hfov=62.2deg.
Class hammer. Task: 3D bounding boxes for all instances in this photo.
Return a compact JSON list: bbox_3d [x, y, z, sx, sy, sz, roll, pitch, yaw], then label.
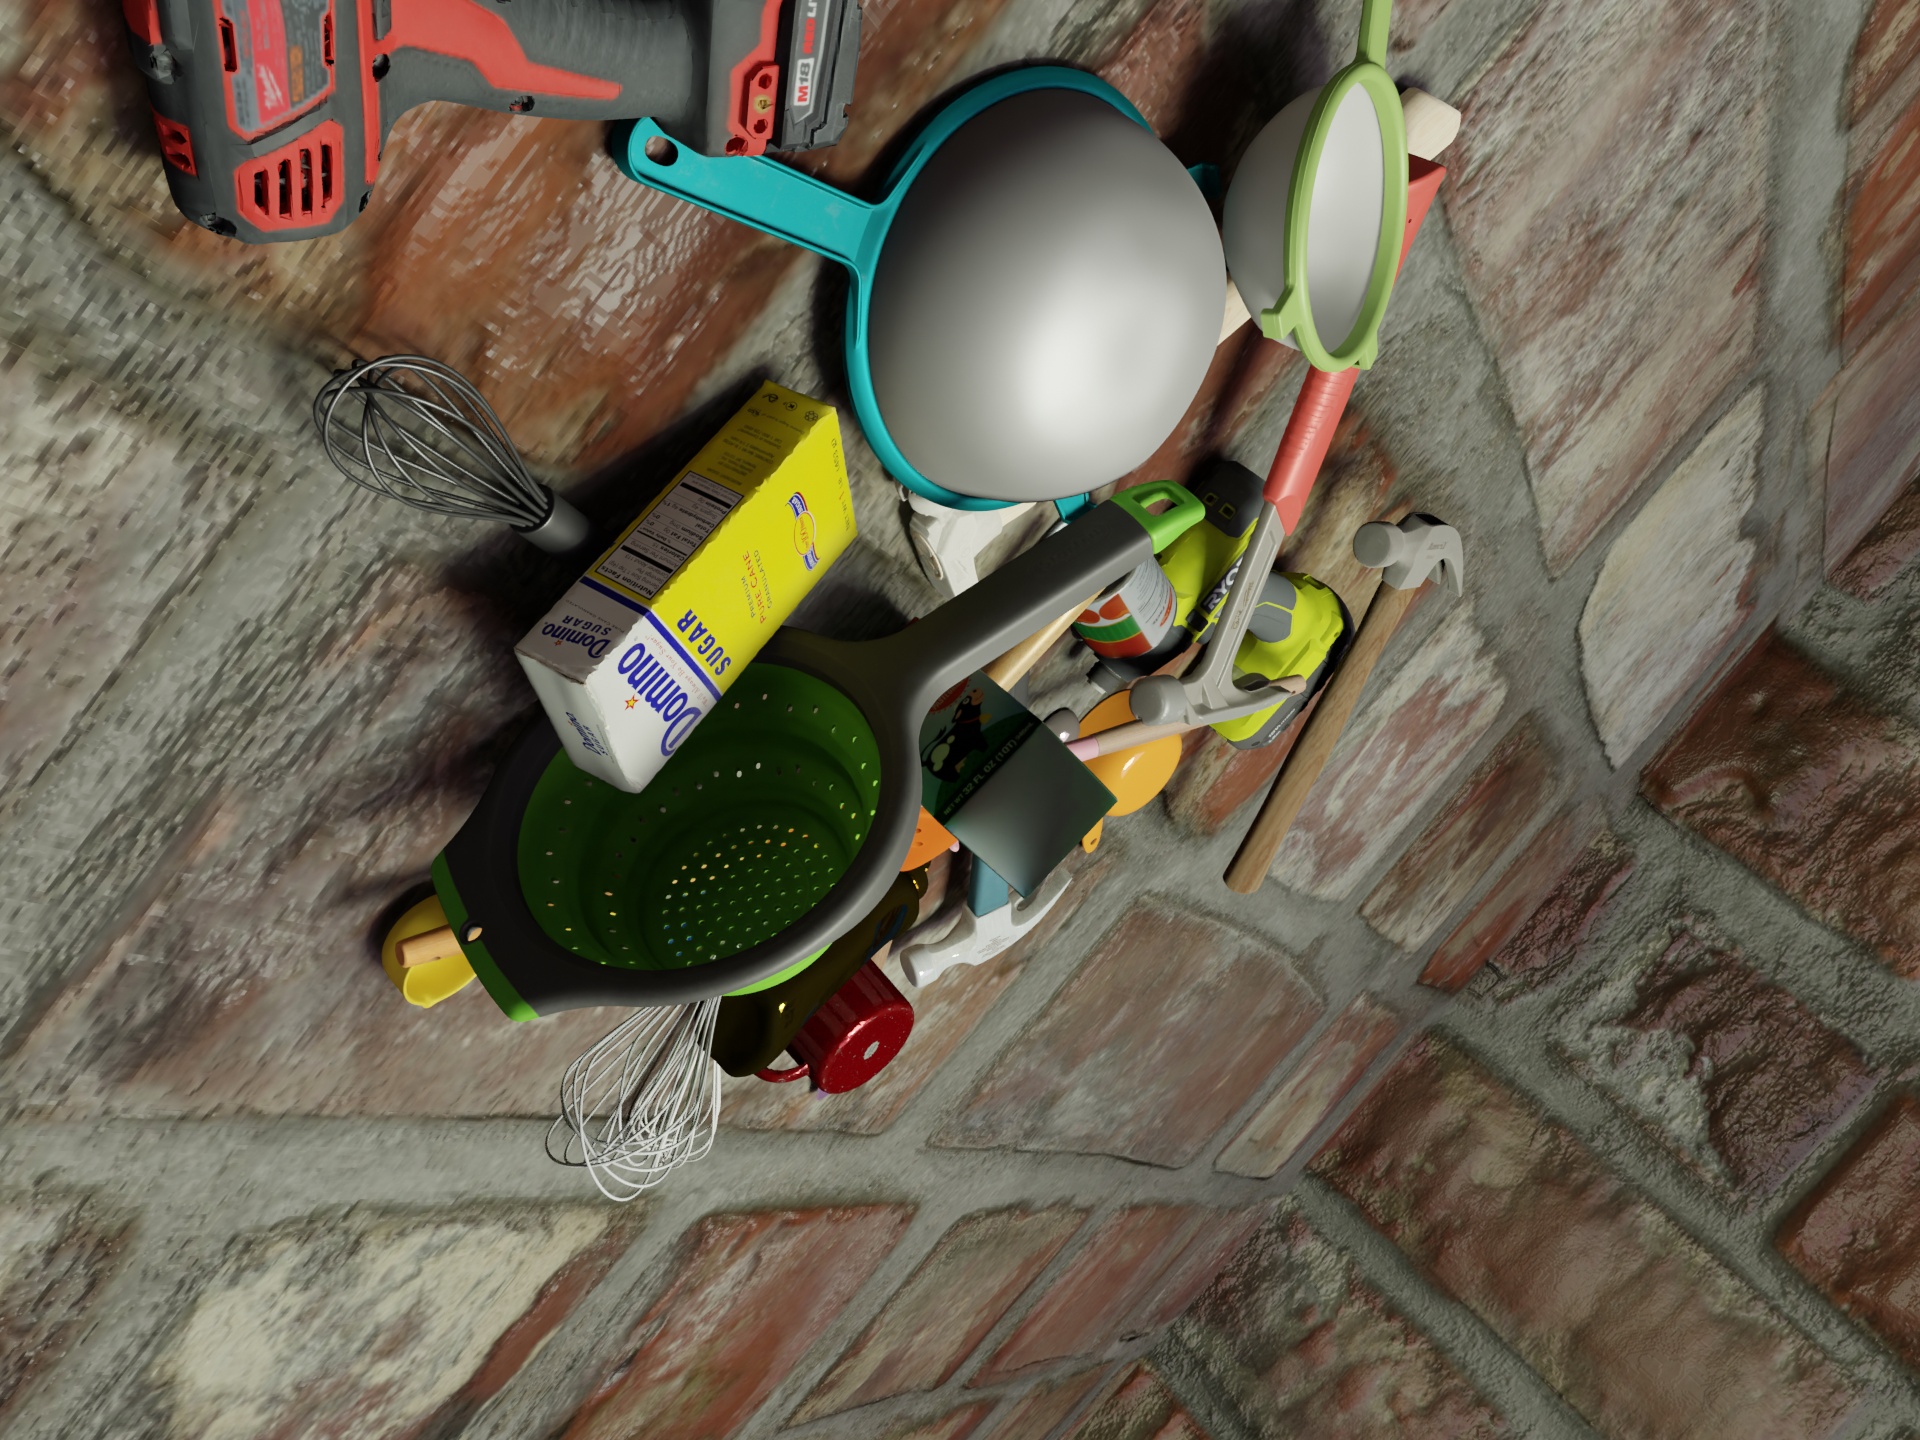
[{"bbox_3d":[0.135,-0.216,0.908,0.410,0.038,0.146,-42,151,-11],"label":"hammer"},{"bbox_3d":[0.210,-0.159,0.963,0.149,0.037,0.359,-11,128,-45],"label":"hammer"},{"bbox_3d":[0.274,-0.005,1.172,0.130,0.031,0.331,-10,132,-42],"label":"hammer"},{"bbox_3d":[0.022,0.047,1.056,0.128,0.033,0.330,-22,138,-24],"label":"hammer"}]

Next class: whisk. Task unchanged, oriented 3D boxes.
[{"bbox_3d":[-0.136,0.139,0.818,0.070,0.070,0.285,-63,-179,25],"label":"whisk"},{"bbox_3d":[-0.159,0.193,1.011,0.059,0.058,0.246,-65,178,-64],"label":"whisk"},{"bbox_3d":[-0.177,-0.084,0.655,0.055,0.055,0.238,-48,155,0],"label":"whisk"},{"bbox_3d":[-0.003,-0.004,0.938,0.245,0.047,0.051,-46,-169,14],"label":"whisk"}]

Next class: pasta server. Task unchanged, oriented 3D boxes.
[{"bbox_3d":[0.112,0.016,1.044,0.316,0.040,0.060,-16,148,-30],"label":"pasta server"}]

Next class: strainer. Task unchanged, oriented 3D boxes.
[{"bbox_3d":[0.012,-0.190,0.691,0.340,0.095,0.211,7,109,-47],"label":"strainer"},{"bbox_3d":[0.180,-0.309,0.810,0.151,0.069,0.256,-9,107,-58],"label":"strainer"}]

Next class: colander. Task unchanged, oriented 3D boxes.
[{"bbox_3d":[-0.044,0.016,0.756,0.397,0.205,0.094,-33,142,-13],"label":"colander"}]

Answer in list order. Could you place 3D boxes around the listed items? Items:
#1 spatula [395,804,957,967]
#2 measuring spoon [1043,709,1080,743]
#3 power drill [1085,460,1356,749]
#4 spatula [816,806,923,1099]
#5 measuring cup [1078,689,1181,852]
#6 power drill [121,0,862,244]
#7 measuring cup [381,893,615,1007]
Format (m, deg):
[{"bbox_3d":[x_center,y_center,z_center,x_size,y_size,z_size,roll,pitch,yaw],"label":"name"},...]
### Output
[{"bbox_3d":[-0.133,0.085,0.828,0.322,0.041,0.081,-14,162,-40],"label":"spatula"},{"bbox_3d":[0.039,0.018,1.078,0.124,0.018,0.034,-14,136,-42],"label":"measuring spoon"},{"bbox_3d":[0.182,-0.065,1.112,0.171,0.080,0.223,-51,146,6],"label":"power drill"},{"bbox_3d":[-0.058,0.164,1.125,0.060,0.018,0.315,-29,147,-41],"label":"spatula"},{"bbox_3d":[0.119,0.056,1.190,0.095,0.052,0.173,-31,144,-27],"label":"measuring cup"},{"bbox_3d":[-0.138,-0.250,0.482,0.226,0.080,0.187,-21,141,-33],"label":"power drill"},{"bbox_3d":[-0.238,0.108,0.832,0.062,0.029,0.156,-57,161,16],"label":"measuring cup"}]
